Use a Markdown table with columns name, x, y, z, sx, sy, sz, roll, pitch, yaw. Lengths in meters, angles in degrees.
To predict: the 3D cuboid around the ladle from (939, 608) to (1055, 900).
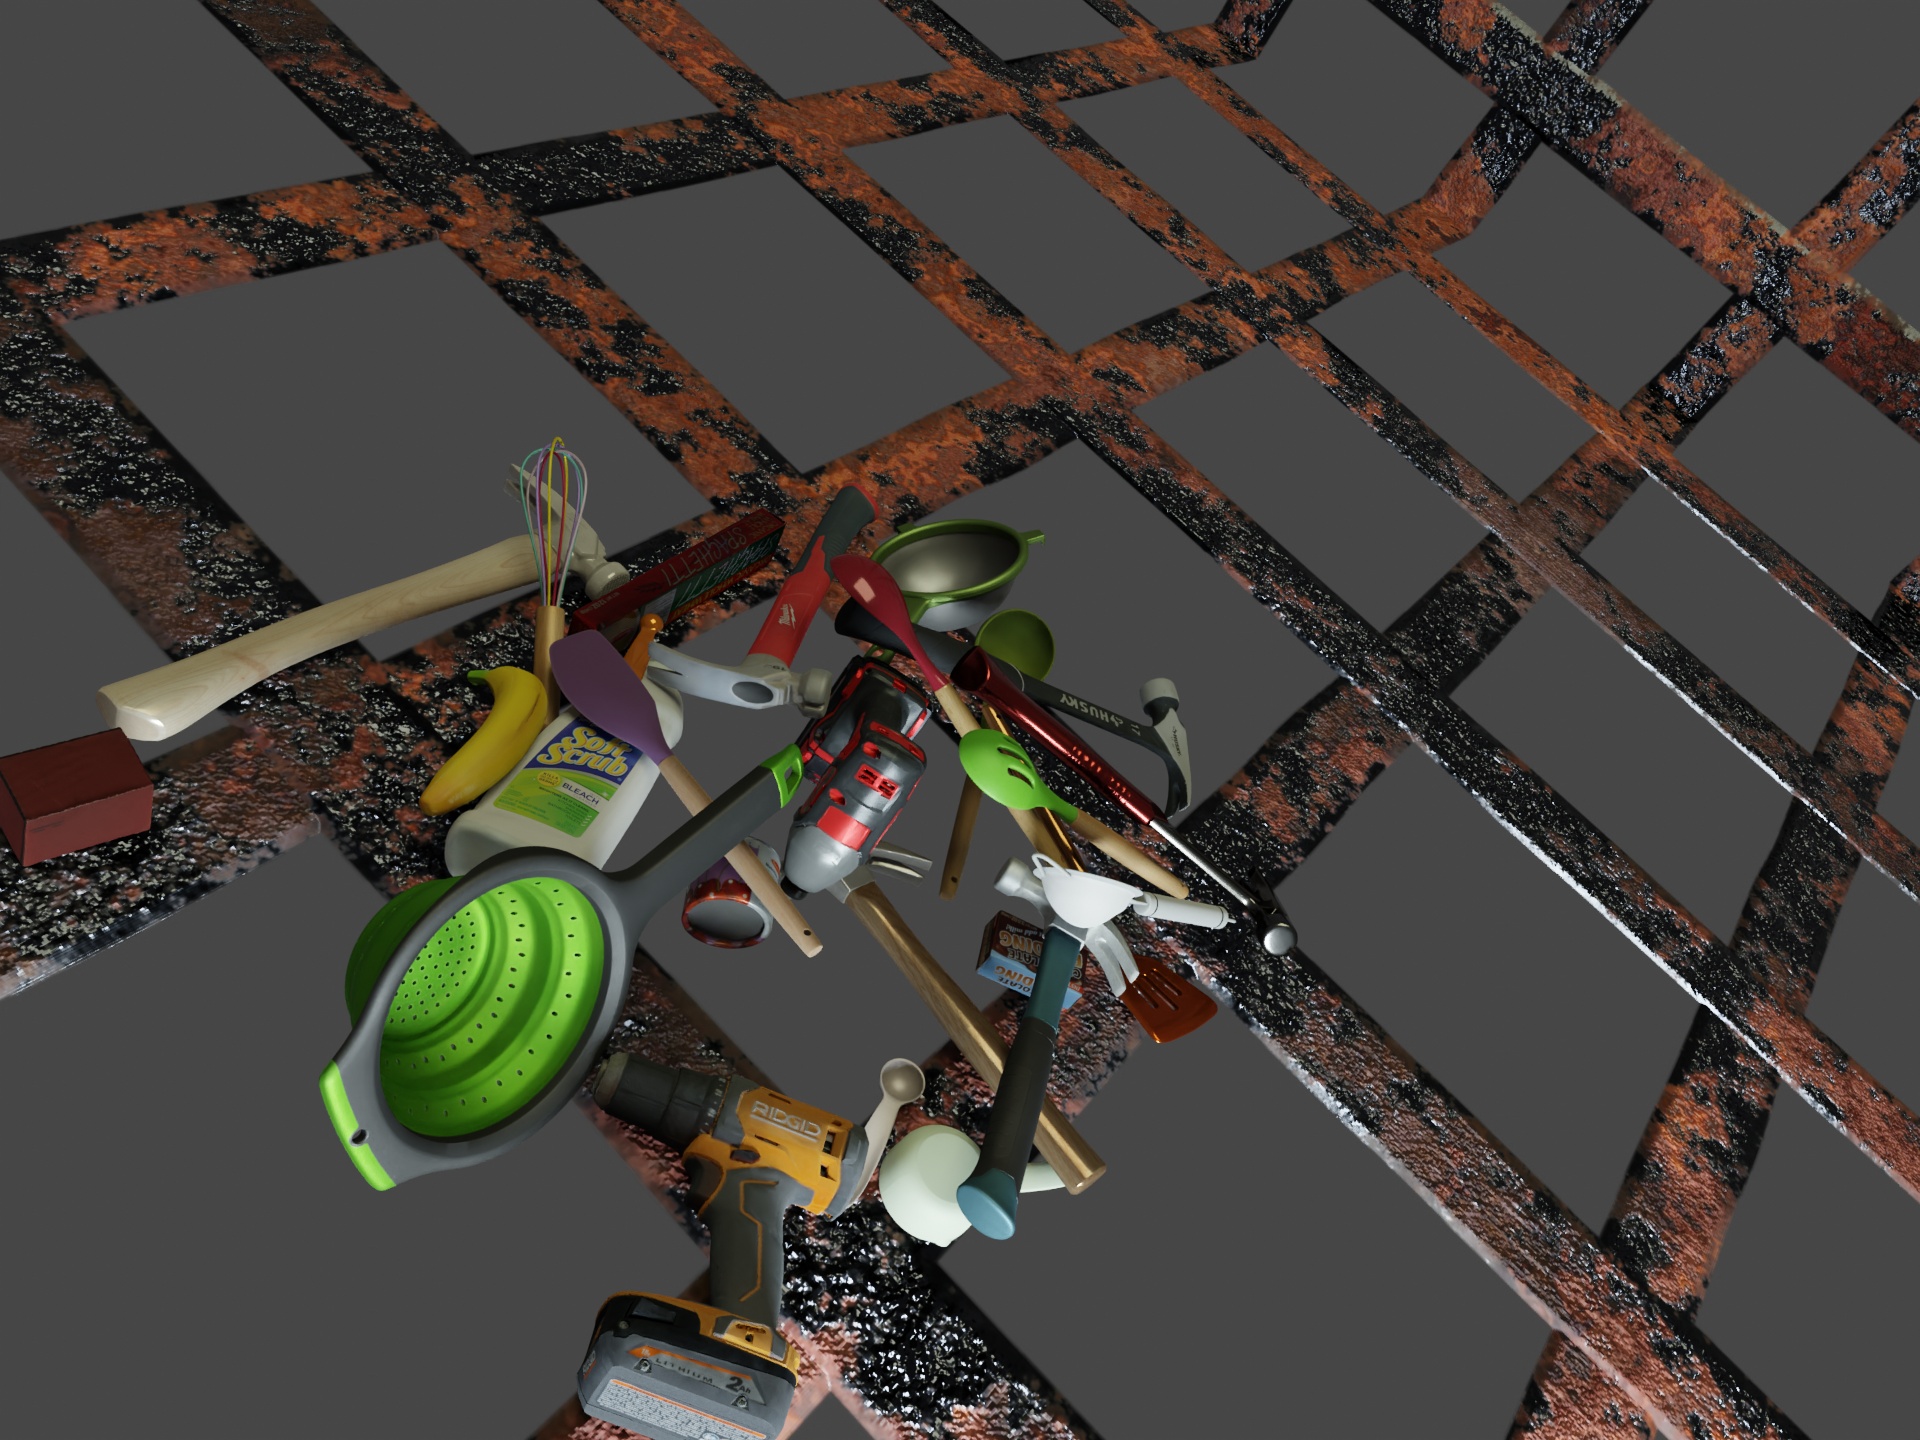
| name | x | y | z | sx | sy | sz | roll | pitch | yaw |
| --- | --- | --- | --- | --- | --- | --- | --- | --- | --- |
| ladle | 0.025 | 0.024 | 1.385 | 0.078 | 0.062 | 0.320 | 30 | 44 | -15 |

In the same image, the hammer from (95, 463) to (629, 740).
| name | x | y | z | sx | sy | sz | roll | pitch | yaw |
| --- | --- | --- | --- | --- | --- | --- | --- | --- | --- |
| hammer | -0.449 | -0.089 | 1.204 | 0.146 | 0.038 | 0.410 | 45 | 43 | 13 |

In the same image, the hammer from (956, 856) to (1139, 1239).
| name | x | y | z | sx | sy | sz | roll | pitch | yaw |
| --- | --- | --- | --- | --- | --- | --- | --- | --- | --- |
| hammer | 0.053 | 0.234 | 1.157 | 0.128 | 0.033 | 0.331 | 30 | 35 | -5 |

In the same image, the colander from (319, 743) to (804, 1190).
| name | x | y | z | sx | sy | sz | roll | pitch | yaw |
| --- | --- | --- | --- | --- | --- | --- | --- | --- | --- |
| colander | -0.260 | 0.121 | 1.035 | 0.095 | 0.204 | 0.397 | 20 | 44 | 32 |

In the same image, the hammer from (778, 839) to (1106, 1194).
| name | x | y | z | sx | sy | sz | roll | pitch | yaw |
| --- | --- | --- | --- | --- | --- | --- | --- | --- | --- |
| hammer | -0.006 | 0.213 | 1.194 | 0.130 | 0.031 | 0.331 | -20 | 60 | -43 |

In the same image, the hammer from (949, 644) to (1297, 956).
| name | x | y | z | sx | sy | sz | roll | pitch | yaw |
| --- | --- | --- | --- | --- | --- | --- | --- | --- | --- |
| hammer | 0.136 | 0.060 | 1.334 | 0.359 | 0.036 | 0.149 | 39 | 10 | -13 |

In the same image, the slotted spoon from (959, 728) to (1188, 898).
| name | x | y | z | sx | sy | sz | roll | pitch | yaw |
| --- | --- | --- | --- | --- | --- | --- | --- | --- | --- |
| slotted spoon | 0.104 | 0.085 | 1.301 | 0.313 | 0.031 | 0.070 | 35 | 35 | -43 |

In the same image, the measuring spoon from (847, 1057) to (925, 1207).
| name | x | y | z | sx | sy | sz | roll | pitch | yaw |
| --- | --- | --- | --- | --- | --- | --- | --- | --- | --- |
| measuring spoon | -0.061 | 0.292 | 1.119 | 0.034 | 0.018 | 0.124 | 30 | 49 | 0 |

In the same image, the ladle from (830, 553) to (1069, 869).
| name | x | y | z | sx | sy | sz | roll | pitch | yaw |
| --- | --- | --- | --- | --- | --- | --- | --- | --- | --- |
| ladle | -0.002 | -0.004 | 1.256 | 0.315 | 0.031 | 0.069 | 57 | 21 | -7 |

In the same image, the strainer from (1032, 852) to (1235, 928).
| name | x | y | z | sx | sy | sz | roll | pitch | yaw |
| --- | --- | --- | --- | --- | --- | --- | --- | --- | --- |
| strainer | 0.144 | 0.148 | 1.274 | 0.258 | 0.087 | 0.050 | 15 | 79 | -43 |

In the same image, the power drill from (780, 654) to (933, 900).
| name | x | y | z | sx | sy | sz | roll | pitch | yaw |
| --- | --- | --- | --- | --- | --- | --- | --- | --- | --- |
| power drill | -0.083 | 0.043 | 1.202 | 0.078 | 0.143 | 0.220 | 32 | 15 | -11 |

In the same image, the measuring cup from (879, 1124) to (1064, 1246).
| name | x | y | z | sx | sy | sz | roll | pitch | yaw |
| --- | --- | --- | --- | --- | --- | --- | --- | --- | --- |
| measuring cup | 0.024 | 0.320 | 1.125 | 0.167 | 0.038 | 0.083 | 3 | 51 | -29 |

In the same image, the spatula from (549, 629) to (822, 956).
| name | x | y | z | sx | sy | sz | roll | pitch | yaw |
| --- | --- | --- | --- | --- | --- | --- | --- | --- | --- |
| spatula | -0.200 | 0.049 | 1.152 | 0.060 | 0.018 | 0.316 | -26 | 66 | -38 |

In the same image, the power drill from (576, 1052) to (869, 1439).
| name | x | y | z | sx | sy | sz | roll | pitch | yaw |
| --- | --- | --- | --- | --- | --- | --- | --- | --- | --- |
| power drill | -0.165 | 0.316 | 0.984 | 0.185 | 0.084 | 0.226 | 24 | 39 | -8 |

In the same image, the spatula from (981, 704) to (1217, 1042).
| name | x | y | z | sx | sy | sz | roll | pitch | yaw |
| --- | --- | --- | --- | --- | --- | --- | --- | --- | --- |
| spatula | 0.103 | 0.121 | 1.334 | 0.081 | 0.041 | 0.323 | -18 | 73 | -41 |

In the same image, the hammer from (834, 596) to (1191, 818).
| name | x | y | z | sx | sy | sz | roll | pitch | yaw |
| --- | --- | --- | --- | --- | --- | --- | --- | --- | --- |
| hammer | 0.058 | -0.025 | 1.380 | 0.408 | 0.036 | 0.149 | 21 | 46 | -37 |

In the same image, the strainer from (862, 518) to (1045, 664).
| name | x | y | z | sx | sy | sz | roll | pitch | yaw |
| --- | --- | --- | --- | --- | --- | --- | --- | --- | --- |
| strainer | -0.027 | -0.094 | 1.431 | 0.151 | 0.069 | 0.256 | 6 | 37 | 22 |

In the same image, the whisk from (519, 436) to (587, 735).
| name | x | y | z | sx | sy | sz | roll | pitch | yaw |
| --- | --- | --- | --- | --- | --- | --- | --- | --- | --- |
| whisk | -0.321 | -0.108 | 1.240 | 0.051 | 0.047 | 0.245 | 7 | 72 | -27 |

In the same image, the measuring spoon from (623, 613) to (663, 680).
| name | x | y | z | sx | sy | sz | roll | pitch | yaw |
| --- | --- | --- | --- | --- | --- | --- | --- | --- | --- |
| measuring spoon | -0.253 | -0.052 | 1.242 | 0.021 | 0.011 | 0.117 | 8 | 35 | -1 |

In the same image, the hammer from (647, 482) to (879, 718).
| name | x | y | z | sx | sy | sz | roll | pitch | yaw |
| --- | --- | --- | --- | --- | --- | --- | --- | --- | --- |
| hammer | -0.147 | -0.121 | 1.371 | 0.143 | 0.038 | 0.387 | 12 | 31 | 2 |
